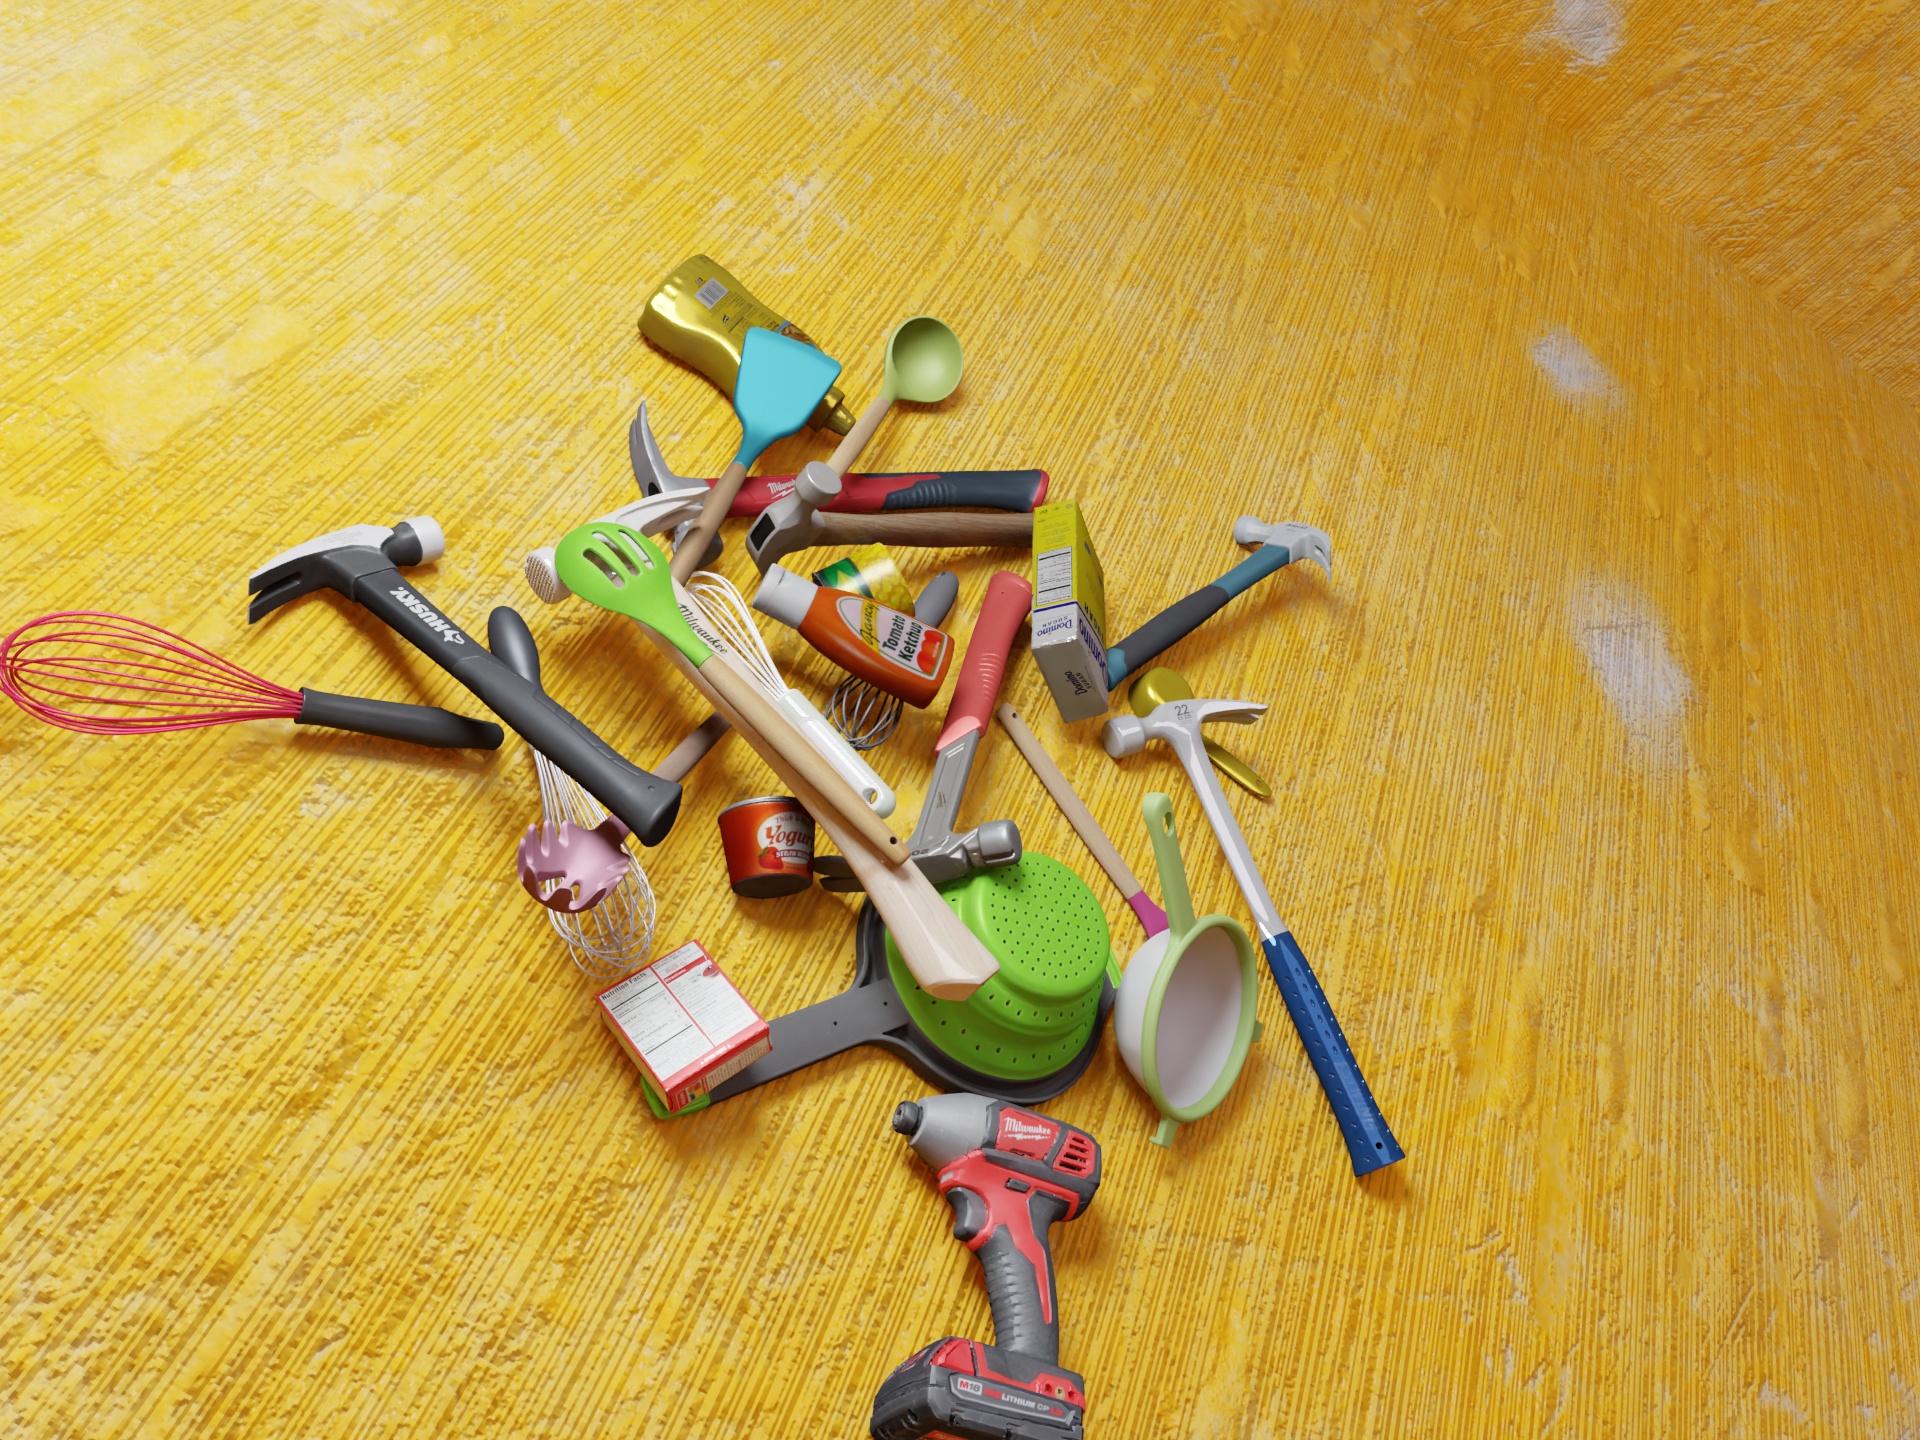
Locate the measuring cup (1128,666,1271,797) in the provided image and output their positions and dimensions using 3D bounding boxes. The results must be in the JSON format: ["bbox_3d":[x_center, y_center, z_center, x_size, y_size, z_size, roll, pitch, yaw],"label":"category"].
[{"bbox_3d":[0.215,0.011,1.382,0.156,0.029,0.062,38,46,-1],"label":"measuring cup"}]

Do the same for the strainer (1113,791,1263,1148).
[{"bbox_3d":[0.141,0.163,1.136,0.151,0.069,0.256,-36,121,-42],"label":"strainer"}]

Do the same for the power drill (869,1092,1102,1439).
[{"bbox_3d":[0.014,0.339,0.988,0.143,0.078,0.220,24,46,-18],"label":"power drill"}]

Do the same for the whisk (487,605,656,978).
[{"bbox_3d":[-0.262,0.039,1.035,0.070,0.070,0.285,-6,57,-36],"label":"whisk"}]

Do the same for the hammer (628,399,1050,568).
[{"bbox_3d":[-0.087,-0.203,1.332,0.386,0.038,0.143,-9,63,-37],"label":"hammer"}]

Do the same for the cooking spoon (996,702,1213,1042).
[{"bbox_3d":[0.123,0.117,1.255,0.069,0.017,0.319,-27,76,-35],"label":"cooking spoon"}]

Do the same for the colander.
[{"bbox_3d":[-0.024,0.174,1.063,0.397,0.094,0.205,-14,68,-39],"label":"colander"}]

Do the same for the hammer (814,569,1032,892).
[{"bbox_3d":[-0.002,-0.004,1.218,0.359,0.149,0.036,-73,148,-51],"label":"hammer"}]

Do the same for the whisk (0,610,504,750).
[{"bbox_3d":[-0.420,-0.013,0.961,0.295,0.073,0.073,11,53,-34],"label":"whisk"}]

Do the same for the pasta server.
[{"bbox_3d":[-0.196,0.041,1.019,0.060,0.040,0.316,30,27,1],"label":"pasta server"}]

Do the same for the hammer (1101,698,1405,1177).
[{"bbox_3d":[0.255,0.162,1.282,0.144,0.035,0.406,-15,69,-21],"label":"hammer"}]

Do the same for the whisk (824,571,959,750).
[{"bbox_3d":[-0.047,-0.050,1.247,0.055,0.055,0.239,37,41,-6],"label":"whisk"}]

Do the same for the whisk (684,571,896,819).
[{"bbox_3d":[-0.130,-0.019,1.137,0.246,0.058,0.059,46,7,18],"label":"whisk"}]

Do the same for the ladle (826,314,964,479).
[{"bbox_3d":[-0.063,-0.259,1.331,0.078,0.062,0.320,58,28,-22],"label":"ladle"}]

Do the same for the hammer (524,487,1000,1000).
[{"bbox_3d":[-0.111,0.013,1.064,0.146,0.038,0.411,-33,76,-36],"label":"hammer"}]

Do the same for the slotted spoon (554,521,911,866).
[{"bbox_3d":[-0.145,-0.021,1.031,0.314,0.031,0.070,45,54,6],"label":"slotted spoon"}]

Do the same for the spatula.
[{"bbox_3d":[-0.176,-0.182,1.198,0.082,0.044,0.318,22,48,-4],"label":"spatula"}]

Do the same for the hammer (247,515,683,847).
[{"bbox_3d":[-0.296,-0.025,0.982,0.335,0.035,0.146,35,37,24],"label":"hammer"}]

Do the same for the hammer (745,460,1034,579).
[{"bbox_3d":[-0.039,-0.153,1.290,0.331,0.130,0.031,-7,63,-49],"label":"hammer"}]

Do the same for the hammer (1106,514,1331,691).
[{"bbox_3d":[0.223,-0.109,1.443,0.128,0.033,0.331,17,38,40],"label":"hammer"}]
